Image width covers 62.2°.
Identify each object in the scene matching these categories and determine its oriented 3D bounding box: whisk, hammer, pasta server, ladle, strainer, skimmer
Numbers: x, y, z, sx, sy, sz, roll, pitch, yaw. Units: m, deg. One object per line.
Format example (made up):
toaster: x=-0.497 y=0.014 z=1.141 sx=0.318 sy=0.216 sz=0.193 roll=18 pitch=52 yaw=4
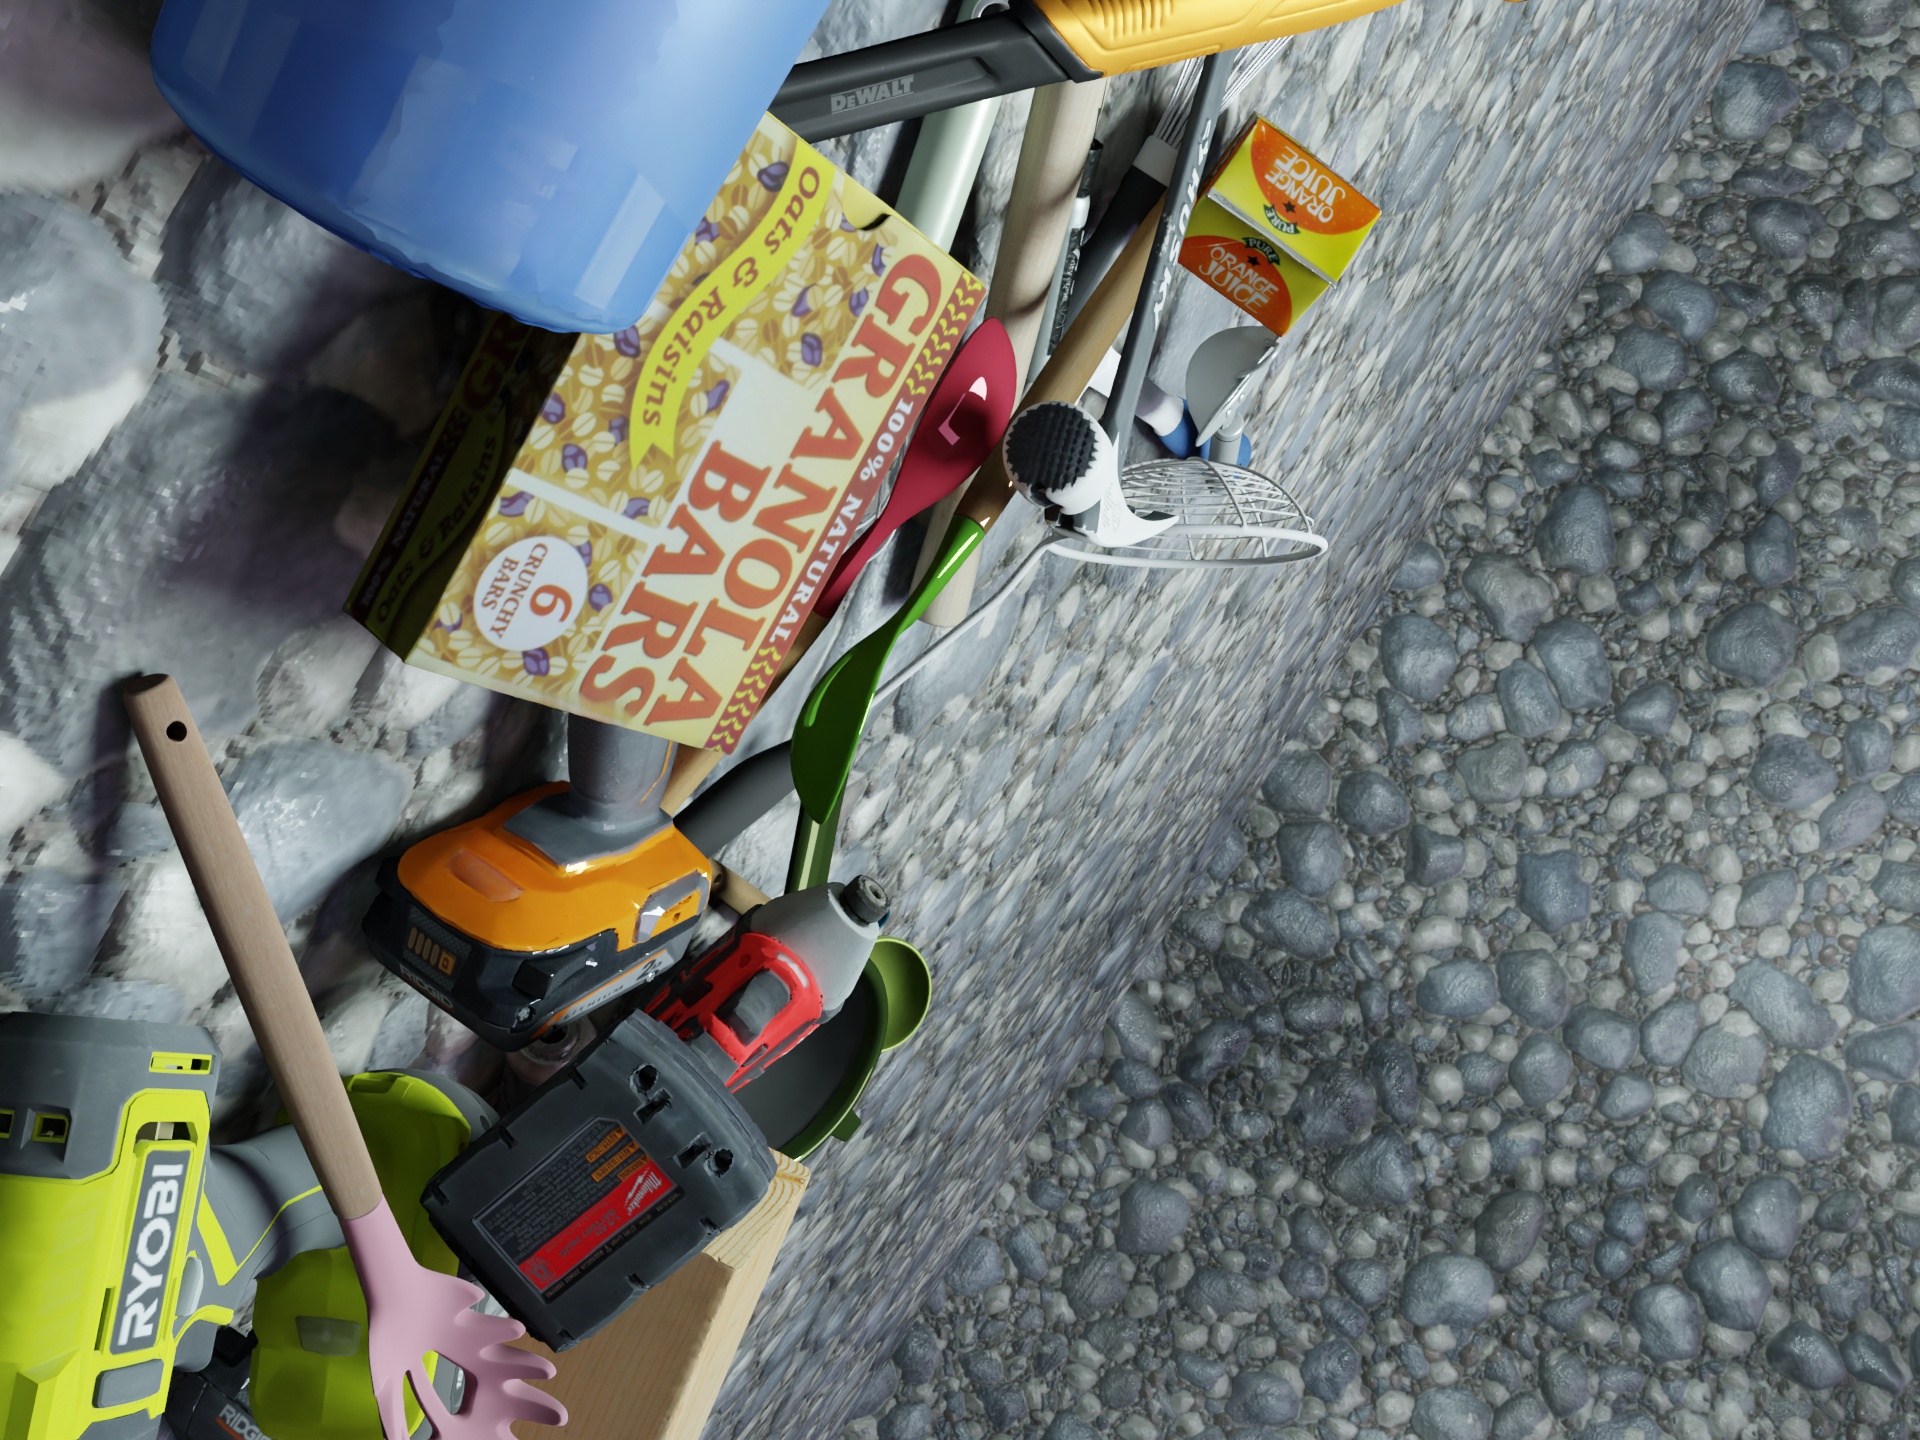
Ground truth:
whisk: x=-0.024 y=-0.164 z=0.619 sx=0.059 sy=0.057 sz=0.246 roll=-99 pitch=-152 yaw=-62
hammer: x=0.105 y=-0.261 z=0.610 sx=0.149 sy=0.036 sz=0.409 roll=23 pitch=83 yaw=-71
hammer: x=0.123 y=-0.186 z=0.986 sx=0.144 sy=0.035 sz=0.405 roll=-60 pitch=163 yaw=11
pasta server: x=-0.187 y=0.130 z=0.486 sx=0.060 sy=0.040 sz=0.316 roll=-39 pitch=130 yaw=-44
whisk: x=0.111 y=-0.290 z=0.742 sx=0.284 sy=0.070 sz=0.070 roll=-57 pitch=164 yaw=20
ladle: x=-0.085 y=0.134 z=0.931 sx=0.078 sy=0.062 sz=0.320 roll=-56 pitch=157 yaw=-11
strainer: x=0.161 y=-0.183 z=0.970 sx=0.087 sy=0.050 sz=0.258 roll=-50 pitch=168 yaw=-5
strainer: x=-0.104 y=0.120 z=0.820 sx=0.151 sy=0.069 sz=0.256 roll=-7 pitch=117 yaw=-44
hammer: x=0.027 y=-0.187 z=0.688 sx=0.410 sy=0.038 sz=0.146 roll=107 pitch=1 yaw=-54
hammer: x=0.050 y=-0.216 z=0.475 sx=0.337 sy=0.034 sz=0.127 roll=-20 pitch=150 yaw=-15
skimmer: x=-0.001 y=-0.002 z=0.726 sx=0.363 sy=0.090 sz=0.127 roll=-38 pitch=-179 yaw=-2
ladle: x=-0.073 y=-0.028 z=0.635 sx=0.315 sy=0.031 sz=0.069 roll=-48 pitch=178 yaw=26

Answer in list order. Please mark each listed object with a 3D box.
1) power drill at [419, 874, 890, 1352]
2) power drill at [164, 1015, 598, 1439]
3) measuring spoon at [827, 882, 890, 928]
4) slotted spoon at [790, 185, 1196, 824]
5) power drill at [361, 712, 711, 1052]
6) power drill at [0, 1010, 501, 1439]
power drill: x=-0.103 y=0.136 z=0.637 sx=0.143 sy=0.078 sz=0.220 roll=-41 pitch=-178 yaw=17
power drill: x=-0.234 y=0.241 z=0.709 sx=0.226 sy=0.084 sz=0.185 roll=-48 pitch=162 yaw=-40
measuring spoon: x=-0.081 y=0.114 z=1.010 sx=0.042 sy=0.021 sz=0.128 roll=-38 pitch=153 yaw=0
slotted spoon: x=0.015 y=-0.098 z=0.635 sx=0.314 sy=0.031 sz=0.070 roll=-58 pitch=-174 yaw=-16
power drill: x=-0.131 y=-0.003 z=0.548 sx=0.164 sy=0.084 sz=0.226 roll=-23 pitch=139 yaw=-61
power drill: x=-0.237 y=0.188 z=0.516 sx=0.223 sy=0.080 sz=0.171 roll=54 pitch=39 yaw=-73
